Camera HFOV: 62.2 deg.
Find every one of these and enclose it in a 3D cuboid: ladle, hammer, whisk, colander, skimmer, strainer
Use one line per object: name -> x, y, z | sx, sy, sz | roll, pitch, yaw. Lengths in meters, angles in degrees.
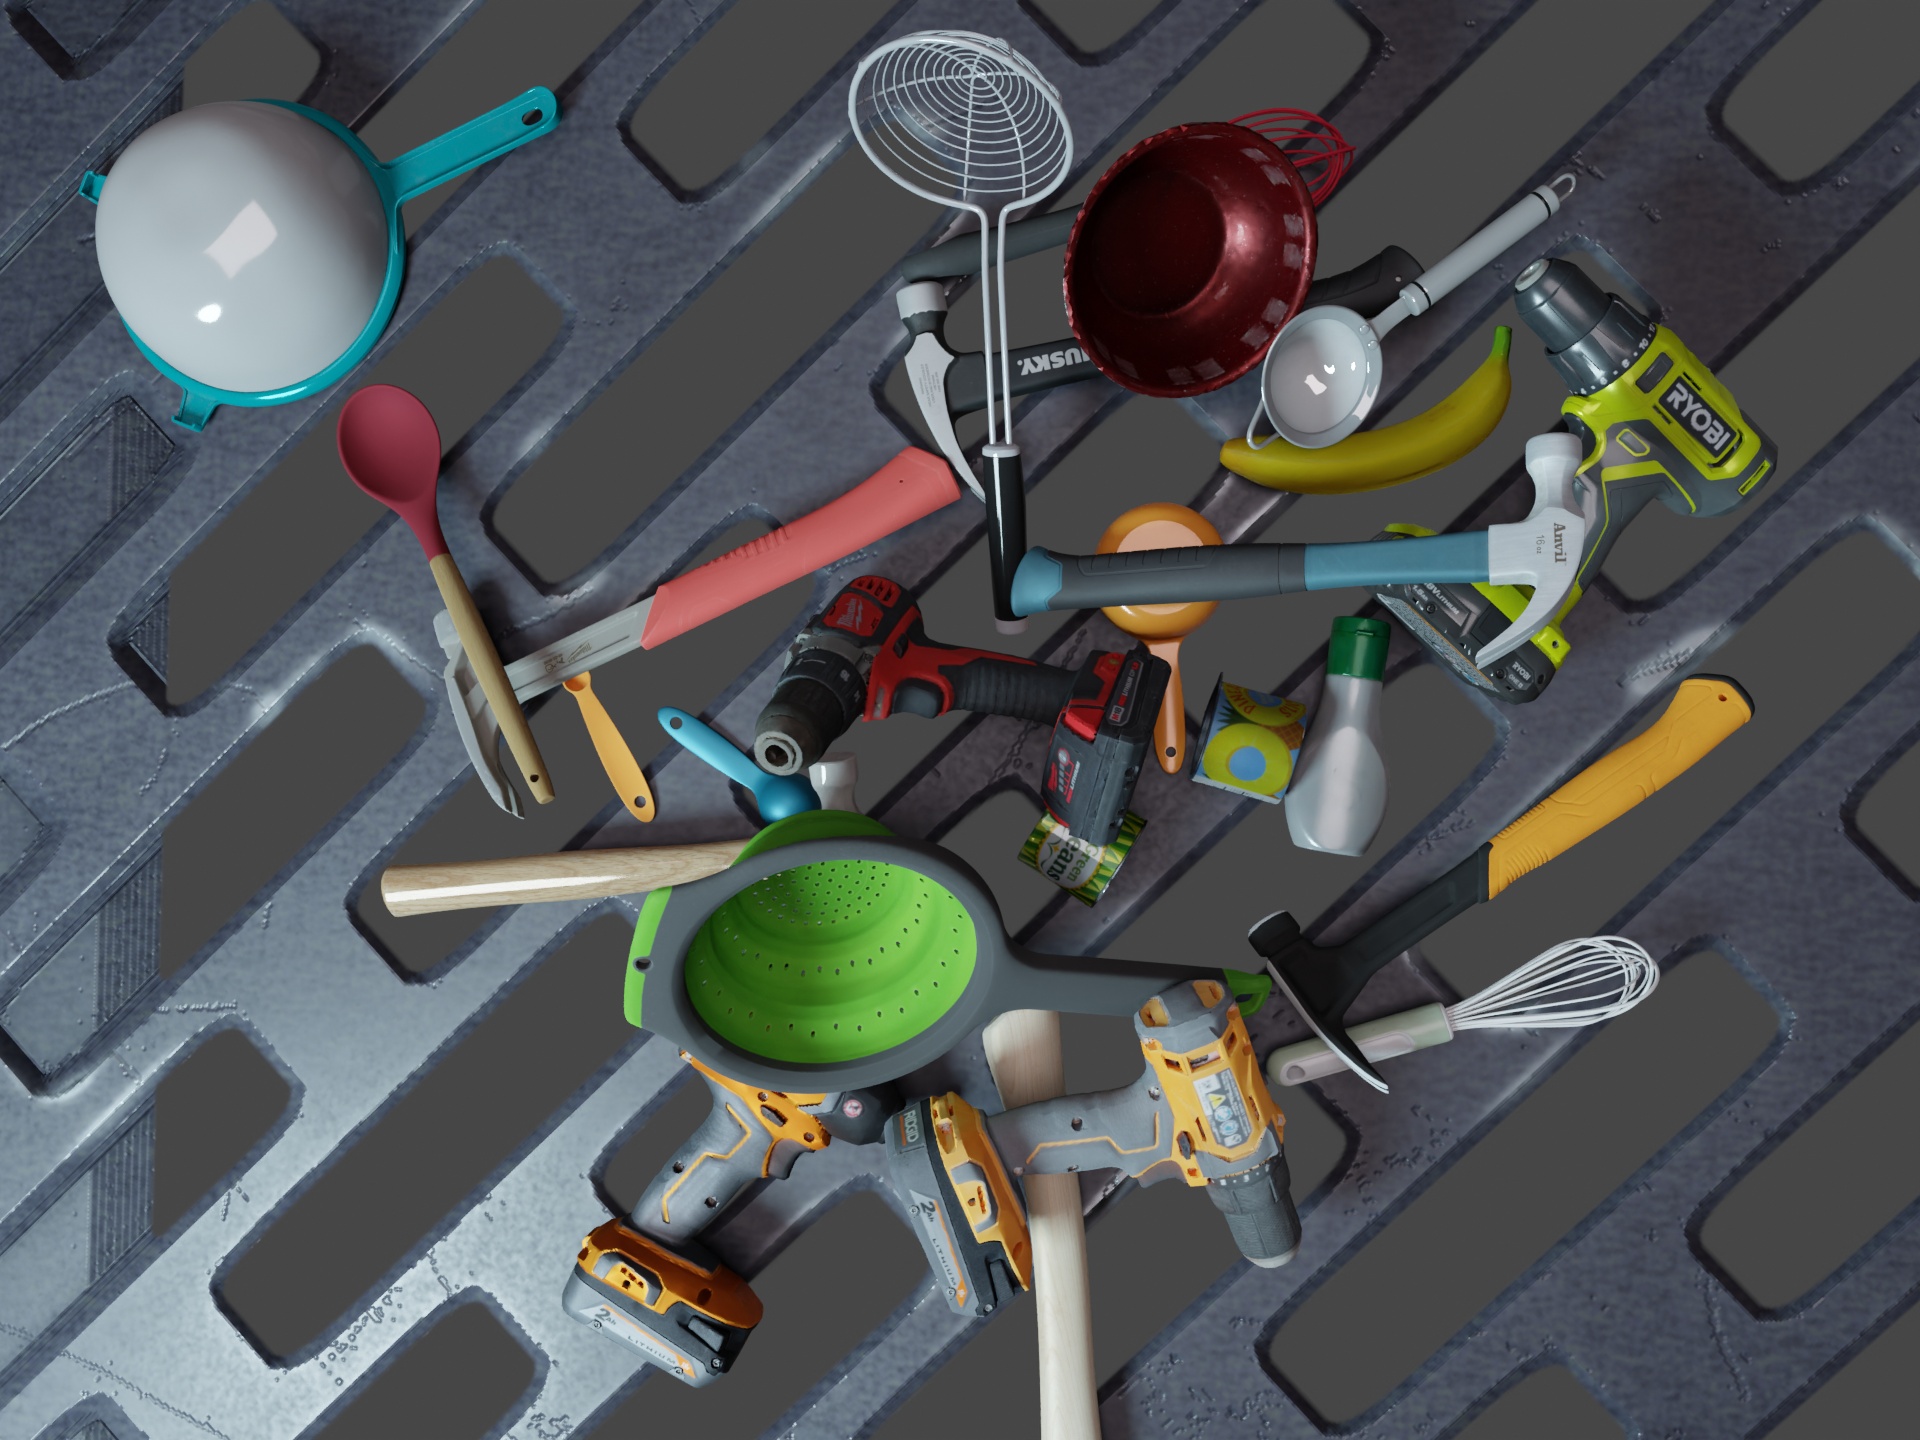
ladle -> -0.328, -0.084, 1.034 | 0.069, 0.031, 0.316 | -29, 74, 4
hammer -> 0.134, -0.240, 1.019 | 0.335, 0.035, 0.146 | -12, 88, 5
whisk -> 0.103, -0.325, 1.012 | 0.296, 0.073, 0.073 | -13, 88, 10
colander -> -0.002, 0.131, 0.973 | 0.397, 0.095, 0.204 | 7, 124, -16
skimmer -> 0.010, -0.209, 0.931 | 0.127, 0.090, 0.363 | 6, 118, 21
hammer -> -0.219, 0.101, 1.041 | 0.331, 0.031, 0.130 | -6, 102, 9
hammer -> 0.189, -0.090, 0.932 | 0.331, 0.033, 0.128 | -2, 79, 20
hammer -> 0.349, 0.086, 0.981 | 0.337, 0.034, 0.127 | -36, 63, 1
strainer -> -0.427, -0.345, 1.041 | 0.340, 0.095, 0.211 | -23, 87, 6
strainer -> 0.271, -0.252, 0.974 | 0.258, 0.050, 0.086 | -37, 120, 2
whisk -> 0.311, 0.186, 0.993 | 0.246, 0.059, 0.057 | -18, 115, 9
hammer -> 0.075, 0.381, 1.017 | 0.146, 0.038, 0.410 | -6, 89, 4
hammer -> -0.163, -0.074, 1.033 | 0.359, 0.036, 0.149 | -25, 73, 3

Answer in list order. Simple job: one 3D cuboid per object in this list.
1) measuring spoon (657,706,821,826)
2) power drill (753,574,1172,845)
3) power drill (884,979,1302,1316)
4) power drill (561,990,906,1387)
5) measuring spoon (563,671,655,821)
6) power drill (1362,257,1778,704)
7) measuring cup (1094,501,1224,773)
measuring spoon -> -0.149, 0.030, 1.047 | 0.128, 0.021, 0.042 | 35, 92, 3
power drill -> -0.002, -0.003, 0.953 | 0.227, 0.188, 0.080 | 18, 124, 8
power drill -> 0.088, 0.277, 0.957 | 0.226, 0.084, 0.185 | -22, 105, 0
power drill -> -0.136, 0.299, 1.017 | 0.164, 0.084, 0.226 | 27, 88, 4
measuring spoon -> -0.234, 0.015, 1.064 | 0.021, 0.011, 0.117 | -27, 91, 3
power drill -> 0.354, -0.143, 0.961 | 0.190, 0.080, 0.228 | 40, 93, -11
measuring cup -> 0.129, -0.053, 1.007 | 0.095, 0.052, 0.173 | -4, 87, 5
